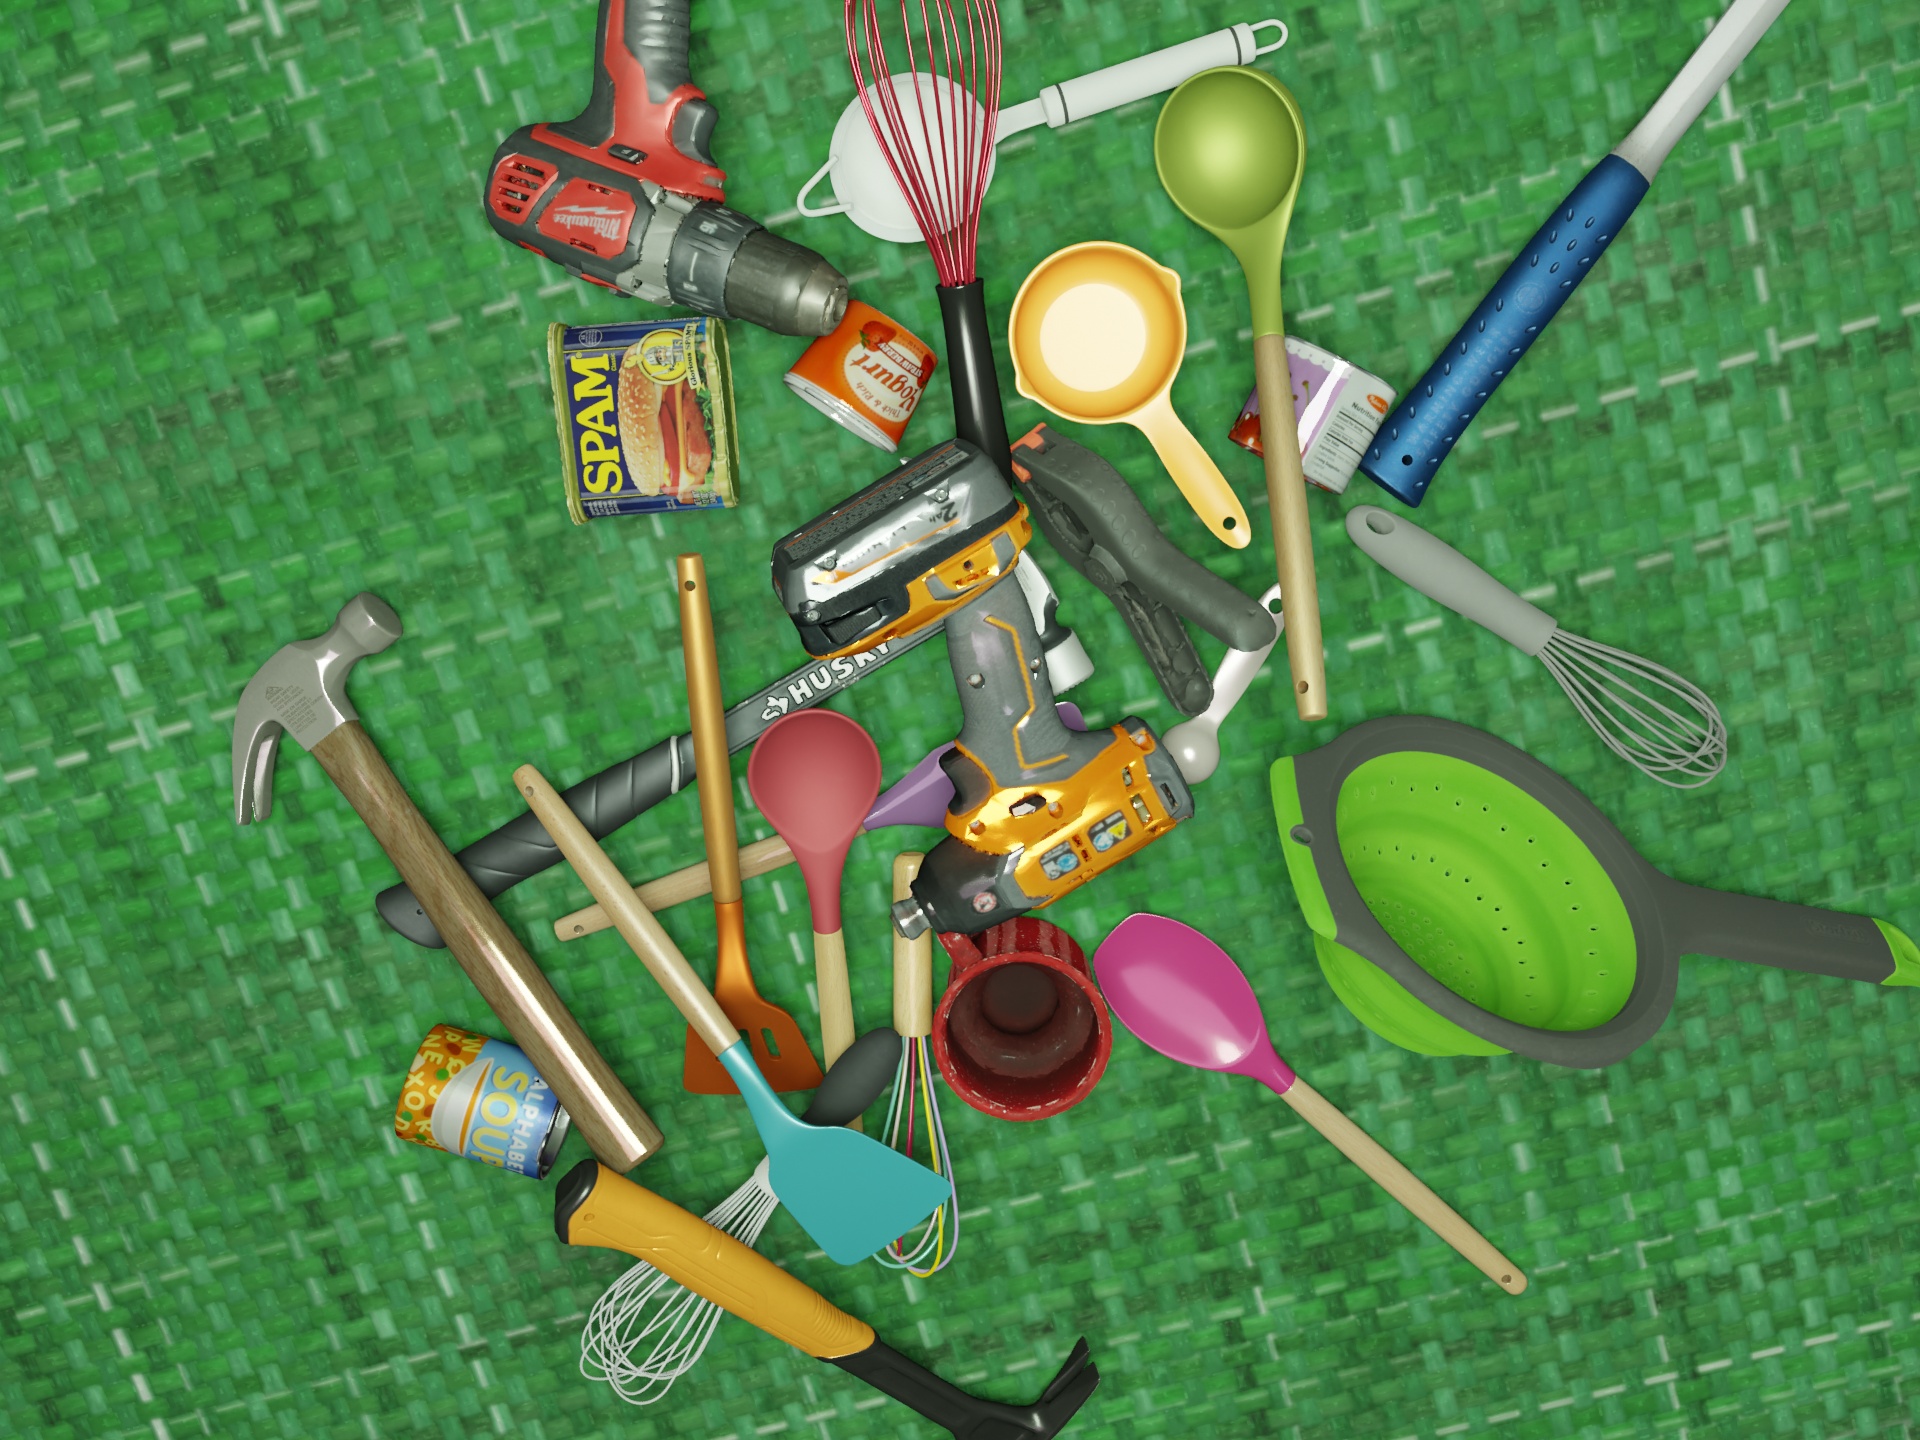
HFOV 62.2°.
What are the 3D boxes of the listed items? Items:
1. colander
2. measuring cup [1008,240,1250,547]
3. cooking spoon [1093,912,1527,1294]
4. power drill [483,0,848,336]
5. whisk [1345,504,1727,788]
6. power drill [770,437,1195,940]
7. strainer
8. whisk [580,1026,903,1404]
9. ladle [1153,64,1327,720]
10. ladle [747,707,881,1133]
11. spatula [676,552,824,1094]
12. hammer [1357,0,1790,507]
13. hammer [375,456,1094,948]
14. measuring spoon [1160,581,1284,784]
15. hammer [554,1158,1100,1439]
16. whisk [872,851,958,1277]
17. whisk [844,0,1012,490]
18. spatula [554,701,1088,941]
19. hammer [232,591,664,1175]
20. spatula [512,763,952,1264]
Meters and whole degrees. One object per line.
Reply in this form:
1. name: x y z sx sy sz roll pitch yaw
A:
1. colander: 0.326 0.118 0.835 0.397 0.205 0.094 11 136 -16
2. measuring cup: 0.093 -0.161 0.810 0.095 0.052 0.173 -36 100 8
3. cooking spoon: 0.202 0.222 0.898 0.319 0.017 0.069 41 98 -6
4. power drill: -0.115 -0.306 0.759 0.188 0.080 0.226 24 104 11
5. whisk: 0.301 -0.041 0.832 0.239 0.055 0.055 33 100 0
6. power drill: -0.001 -0.002 0.777 0.164 0.084 0.226 -32 112 -3
7. strainer: 0.038 -0.305 0.790 0.258 0.050 0.087 -18 86 1
8. whisk: -0.119 0.274 0.884 0.070 0.070 0.284 37 105 -6
9. ladle: 0.142 -0.158 0.750 0.078 0.062 0.320 -15 73 42
10. ladle: -0.068 0.136 0.863 0.069 0.031 0.315 -5 111 -4
11. spatula: -0.125 0.068 0.843 0.081 0.041 0.322 -3 108 1
12. hammer: 0.333 -0.285 0.786 0.144 0.035 0.405 36 100 -6
13. hammer: -0.140 0.010 0.857 0.409 0.036 0.149 -29 98 7
14. measuring spoon: 0.145 -0.020 0.852 0.034 0.018 0.124 28 100 -4
15. hammer: -0.075 0.325 0.868 0.336 0.034 0.127 39 100 -24
16. whisk: -0.030 0.194 0.888 0.051 0.047 0.245 -1 98 -9
17. whisk: -0.003 -0.227 0.753 0.073 0.073 0.295 -8 113 3
18. spatula: -0.076 0.065 0.874 0.316 0.018 0.059 -20 113 5
19. hammer: -0.269 0.101 0.844 0.130 0.031 0.331 -37 87 9
20. spatula: -0.133 0.149 0.835 0.082 0.044 0.317 -40 83 19
